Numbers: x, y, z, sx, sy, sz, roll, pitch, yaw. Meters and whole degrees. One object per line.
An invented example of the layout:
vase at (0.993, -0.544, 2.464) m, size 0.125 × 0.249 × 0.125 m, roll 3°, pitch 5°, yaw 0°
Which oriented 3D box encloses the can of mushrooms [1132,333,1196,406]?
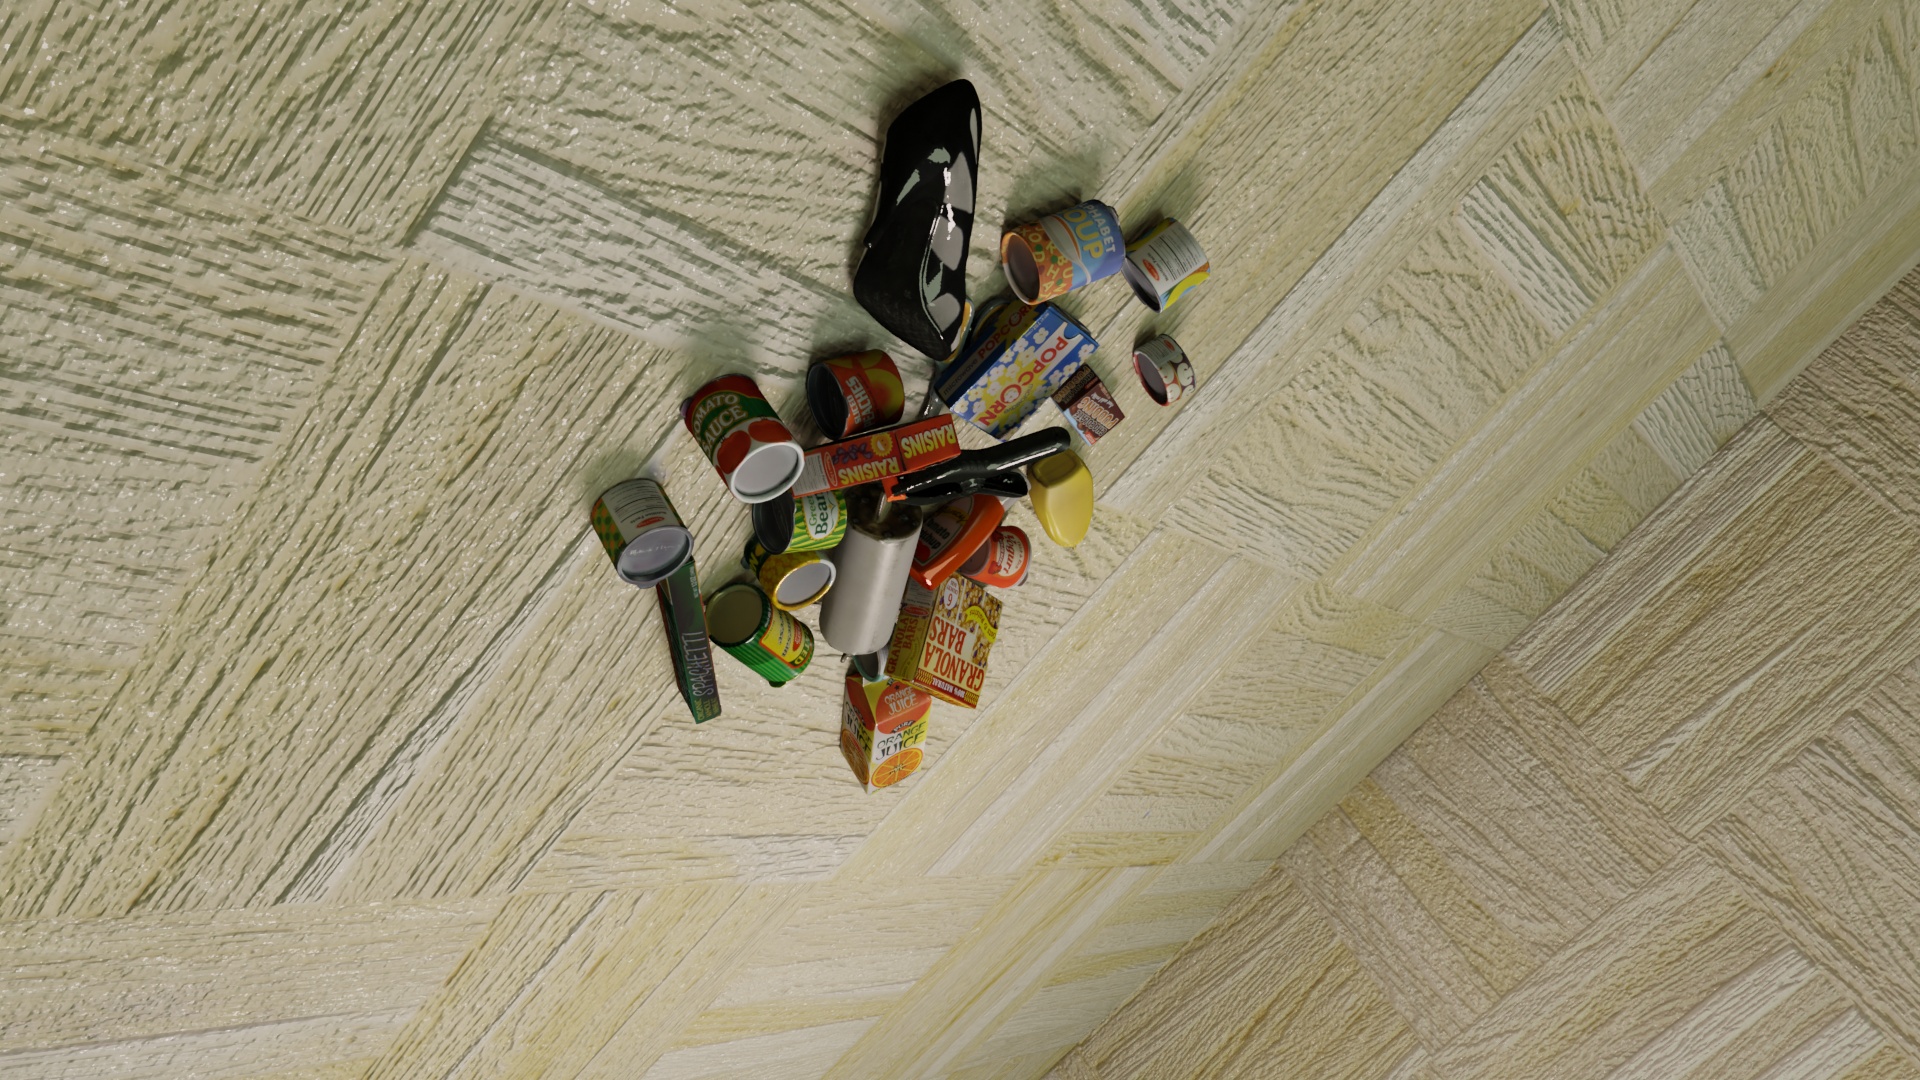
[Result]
can of mushrooms at (0.202, -0.166, 1.374) m, size 0.033 × 0.071 × 0.070 m, roll -30°, pitch 148°, yaw -10°

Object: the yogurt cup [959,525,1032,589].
yogurt cup at (0.032, 0.014, 1.445) m, size 0.054 × 0.072 × 0.072 m, roll 11°, pitch 125°, yaw -41°

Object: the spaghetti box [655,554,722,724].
spaghetti box at (-0.249, 0.082, 1.263) m, size 0.029 × 0.050 × 0.248 m, roll -22°, pitch 146°, yaw -20°

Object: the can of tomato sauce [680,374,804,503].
can of tomato sauce at (-0.172, -0.080, 1.097) m, size 0.071 × 0.083 × 0.070 m, roll -26°, pitch 147°, yaw -18°

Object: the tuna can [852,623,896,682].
tuna can at (-0.088, 0.113, 1.453) m, size 0.033 × 0.071 × 0.070 m, roll -15°, pitch 142°, yaw -30°

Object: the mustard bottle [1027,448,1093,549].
mustard bottle at (0.109, -0.034, 1.472) m, size 0.065 × 0.049 × 0.159 m, roll -31°, pitch 149°, yaw -10°

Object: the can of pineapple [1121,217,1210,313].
can of pineapple at (0.183, -0.248, 1.252) m, size 0.058 × 0.071 × 0.070 m, roll -36°, pitch 148°, yaw -2°

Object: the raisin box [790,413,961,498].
raisin box at (-0.074, -0.071, 1.165) m, size 0.123 × 0.040 × 0.086 m, roll -11°, pitch -173°, yaw 35°

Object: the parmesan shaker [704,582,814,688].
parmesan shaker at (-0.190, 0.090, 1.312) m, size 0.071 × 0.071 × 0.103 m, roll -38°, pitch 149°, yaw 1°

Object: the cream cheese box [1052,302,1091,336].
cream cheese box at (0.069, -0.168, 1.281) m, size 0.103 × 0.024 × 0.053 m, roll -46°, pitch 148°, yaw 14°

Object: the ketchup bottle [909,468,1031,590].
ketchup bottle at (0.005, -0.017, 1.380) m, size 0.149 × 0.065 × 0.043 m, roll -41°, pitch 132°, yaw -10°

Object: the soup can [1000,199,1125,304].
soup can at (0.086, -0.242, 1.159) m, size 0.084 × 0.071 × 0.071 m, roll -24°, pitch 146°, yaw -20°

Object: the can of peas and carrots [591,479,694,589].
can of peas and carrots at (-0.260, -0.005, 1.131) m, size 0.071 × 0.059 × 0.070 m, roll -25°, pitch 147°, yaw -18°

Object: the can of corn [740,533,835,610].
can of corn at (-0.158, 0.023, 1.270) m, size 0.071 × 0.058 × 0.070 m, roll -26°, pitch 146°, yaw -19°

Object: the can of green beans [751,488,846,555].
can of green beans at (-0.141, -0.023, 1.219) m, size 0.058 × 0.071 × 0.071 m, roll -7°, pitch 137°, yaw -40°

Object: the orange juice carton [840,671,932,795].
orange juice carton at (-0.084, 0.197, 1.555) m, size 0.072 × 0.073 × 0.191 m, roll -21°, pitch 144°, yaw -25°

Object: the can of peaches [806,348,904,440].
can of peaches at (-0.085, -0.120, 1.145) m, size 0.058 × 0.071 × 0.070 m, roll -18°, pitch 143°, yaw -30°

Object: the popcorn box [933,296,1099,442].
popcorn box at (0.049, -0.153, 1.224) m, size 0.126 × 0.038 × 0.085 m, roll -45°, pitch 140°, yaw 14°

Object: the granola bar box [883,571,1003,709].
granola bar box at (-0.014, 0.102, 1.462) m, size 0.165 × 0.039 × 0.124 m, roll 35°, pitch 67°, yaw -61°

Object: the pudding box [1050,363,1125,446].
pudding box at (0.126, -0.133, 1.377) m, size 0.049 × 0.030 × 0.083 m, roll -39°, pitch 148°, yaw 5°
